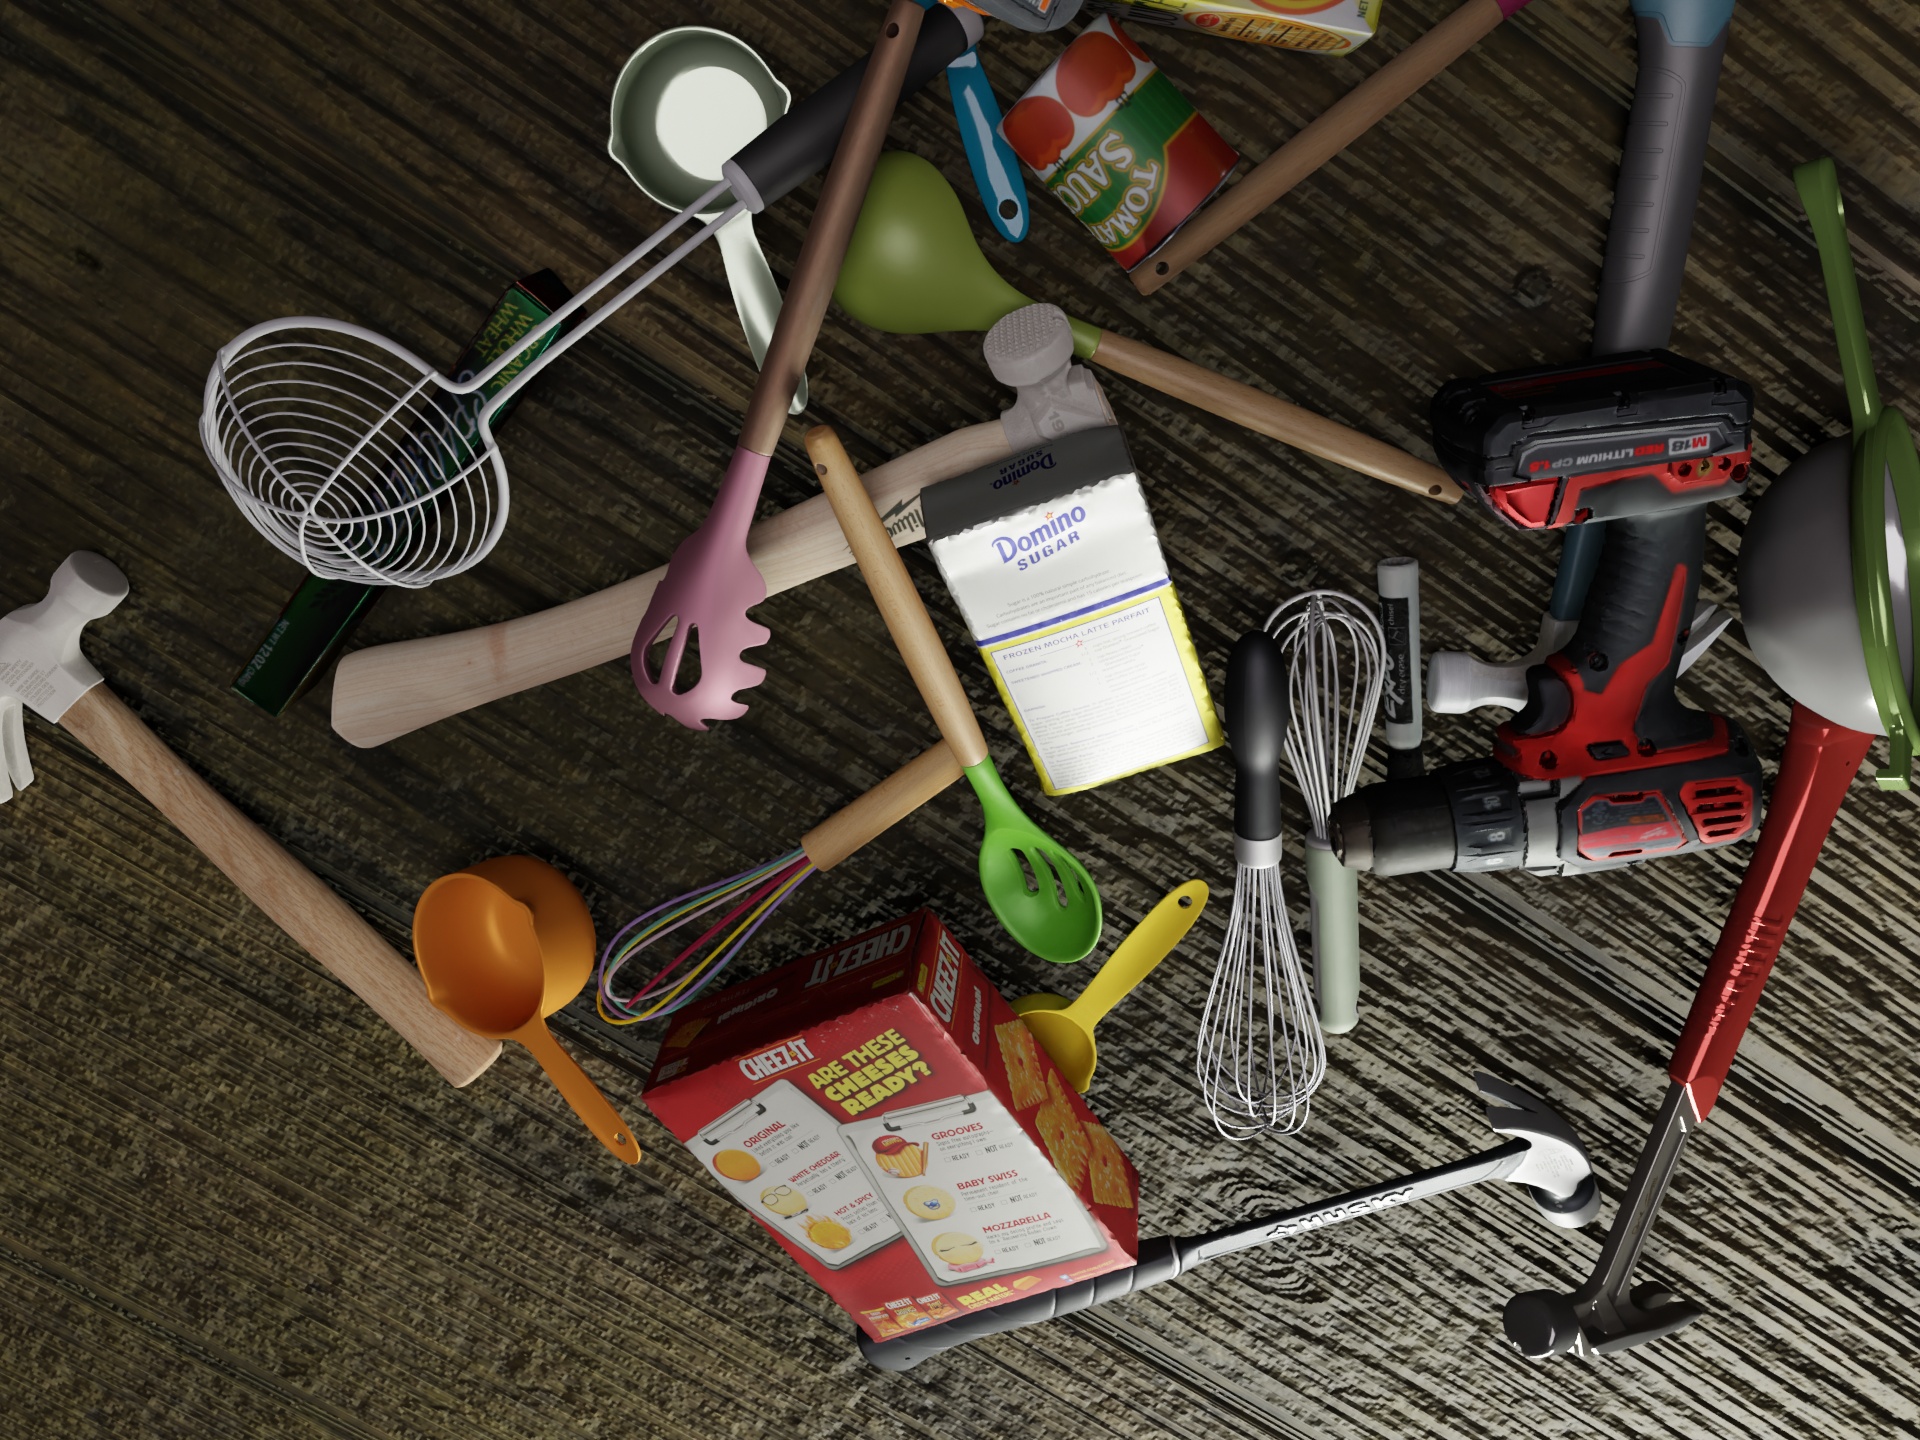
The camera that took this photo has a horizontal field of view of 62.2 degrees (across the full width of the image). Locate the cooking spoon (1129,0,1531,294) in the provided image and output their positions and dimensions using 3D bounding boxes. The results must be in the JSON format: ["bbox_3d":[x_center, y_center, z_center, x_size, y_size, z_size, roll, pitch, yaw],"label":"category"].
[{"bbox_3d":[0.203,-0.285,0.673,0.319,0.017,0.068,-36,108,15],"label":"cooking spoon"}]

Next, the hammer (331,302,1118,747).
[{"bbox_3d":[-0.115,-0.058,0.754,0.410,0.038,0.146,-19,133,15],"label":"hammer"}]

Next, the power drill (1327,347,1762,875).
[{"bbox_3d":[0.250,-0.034,0.694,0.188,0.080,0.226,-8,112,3],"label":"power drill"}]

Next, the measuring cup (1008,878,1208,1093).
[{"bbox_3d":[0.074,0.135,0.830,0.062,0.029,0.156,38,105,-10],"label":"measuring cup"}]

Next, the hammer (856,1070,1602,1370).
[{"bbox_3d":[0.129,0.283,0.855,0.409,0.036,0.149,-22,137,15],"label":"hammer"}]

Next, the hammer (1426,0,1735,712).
[{"bbox_3d":[0.294,-0.156,0.707,0.128,0.033,0.330,3,110,3],"label":"hammer"}]

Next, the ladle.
[{"bbox_3d":[0.085,-0.166,0.717,0.320,0.062,0.078,19,131,-11],"label":"ladle"}]

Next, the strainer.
[{"bbox_3d":[0.363,-0.105,0.683,0.069,0.151,0.256,-7,110,39],"label":"strainer"}]

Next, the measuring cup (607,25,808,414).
[{"bbox_3d":[-0.097,-0.219,0.706,0.083,0.038,0.167,-15,110,8],"label":"measuring cup"}]

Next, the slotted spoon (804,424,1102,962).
[{"bbox_3d":[-0.001,-0.002,0.739,0.070,0.031,0.313,2,133,35],"label":"slotted spoon"}]

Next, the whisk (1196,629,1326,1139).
[{"bbox_3d":[0.145,0.089,0.776,0.070,0.070,0.284,-4,115,5],"label":"whisk"}]

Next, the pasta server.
[{"bbox_3d":[-0.074,-0.139,0.663,0.060,0.040,0.316,24,104,9],"label":"pasta server"}]

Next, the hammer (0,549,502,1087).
[{"bbox_3d":[-0.372,0.073,0.831,0.130,0.031,0.331,-39,104,15],"label":"hammer"}]

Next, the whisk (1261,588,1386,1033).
[{"bbox_3d":[0.181,0.050,0.783,0.059,0.058,0.246,-3,114,10],"label":"whisk"}]

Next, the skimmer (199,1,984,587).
[{"bbox_3d":[-0.148,-0.189,0.664,0.363,0.090,0.127,-40,122,-6],"label":"skimmer"}]

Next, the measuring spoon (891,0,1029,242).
[{"bbox_3d":[0.005,-0.270,0.688,0.042,0.021,0.128,-17,106,9],"label":"measuring spoon"}]

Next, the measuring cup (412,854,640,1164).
[{"bbox_3d":[-0.204,0.145,0.811,0.095,0.052,0.173,-41,84,29],"label":"measuring cup"}]

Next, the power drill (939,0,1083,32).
[{"bbox_3d":[-0.029,-0.366,0.581,0.227,0.084,0.164,39,113,28],"label":"power drill"}]

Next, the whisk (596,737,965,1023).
[{"bbox_3d":[-0.091,0.084,0.813,0.245,0.047,0.051,-35,103,11],"label":"whisk"}]

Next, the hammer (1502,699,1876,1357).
[{"bbox_3d":[0.382,0.156,0.796,0.149,0.037,0.359,6,106,-37],"label":"hammer"}]
